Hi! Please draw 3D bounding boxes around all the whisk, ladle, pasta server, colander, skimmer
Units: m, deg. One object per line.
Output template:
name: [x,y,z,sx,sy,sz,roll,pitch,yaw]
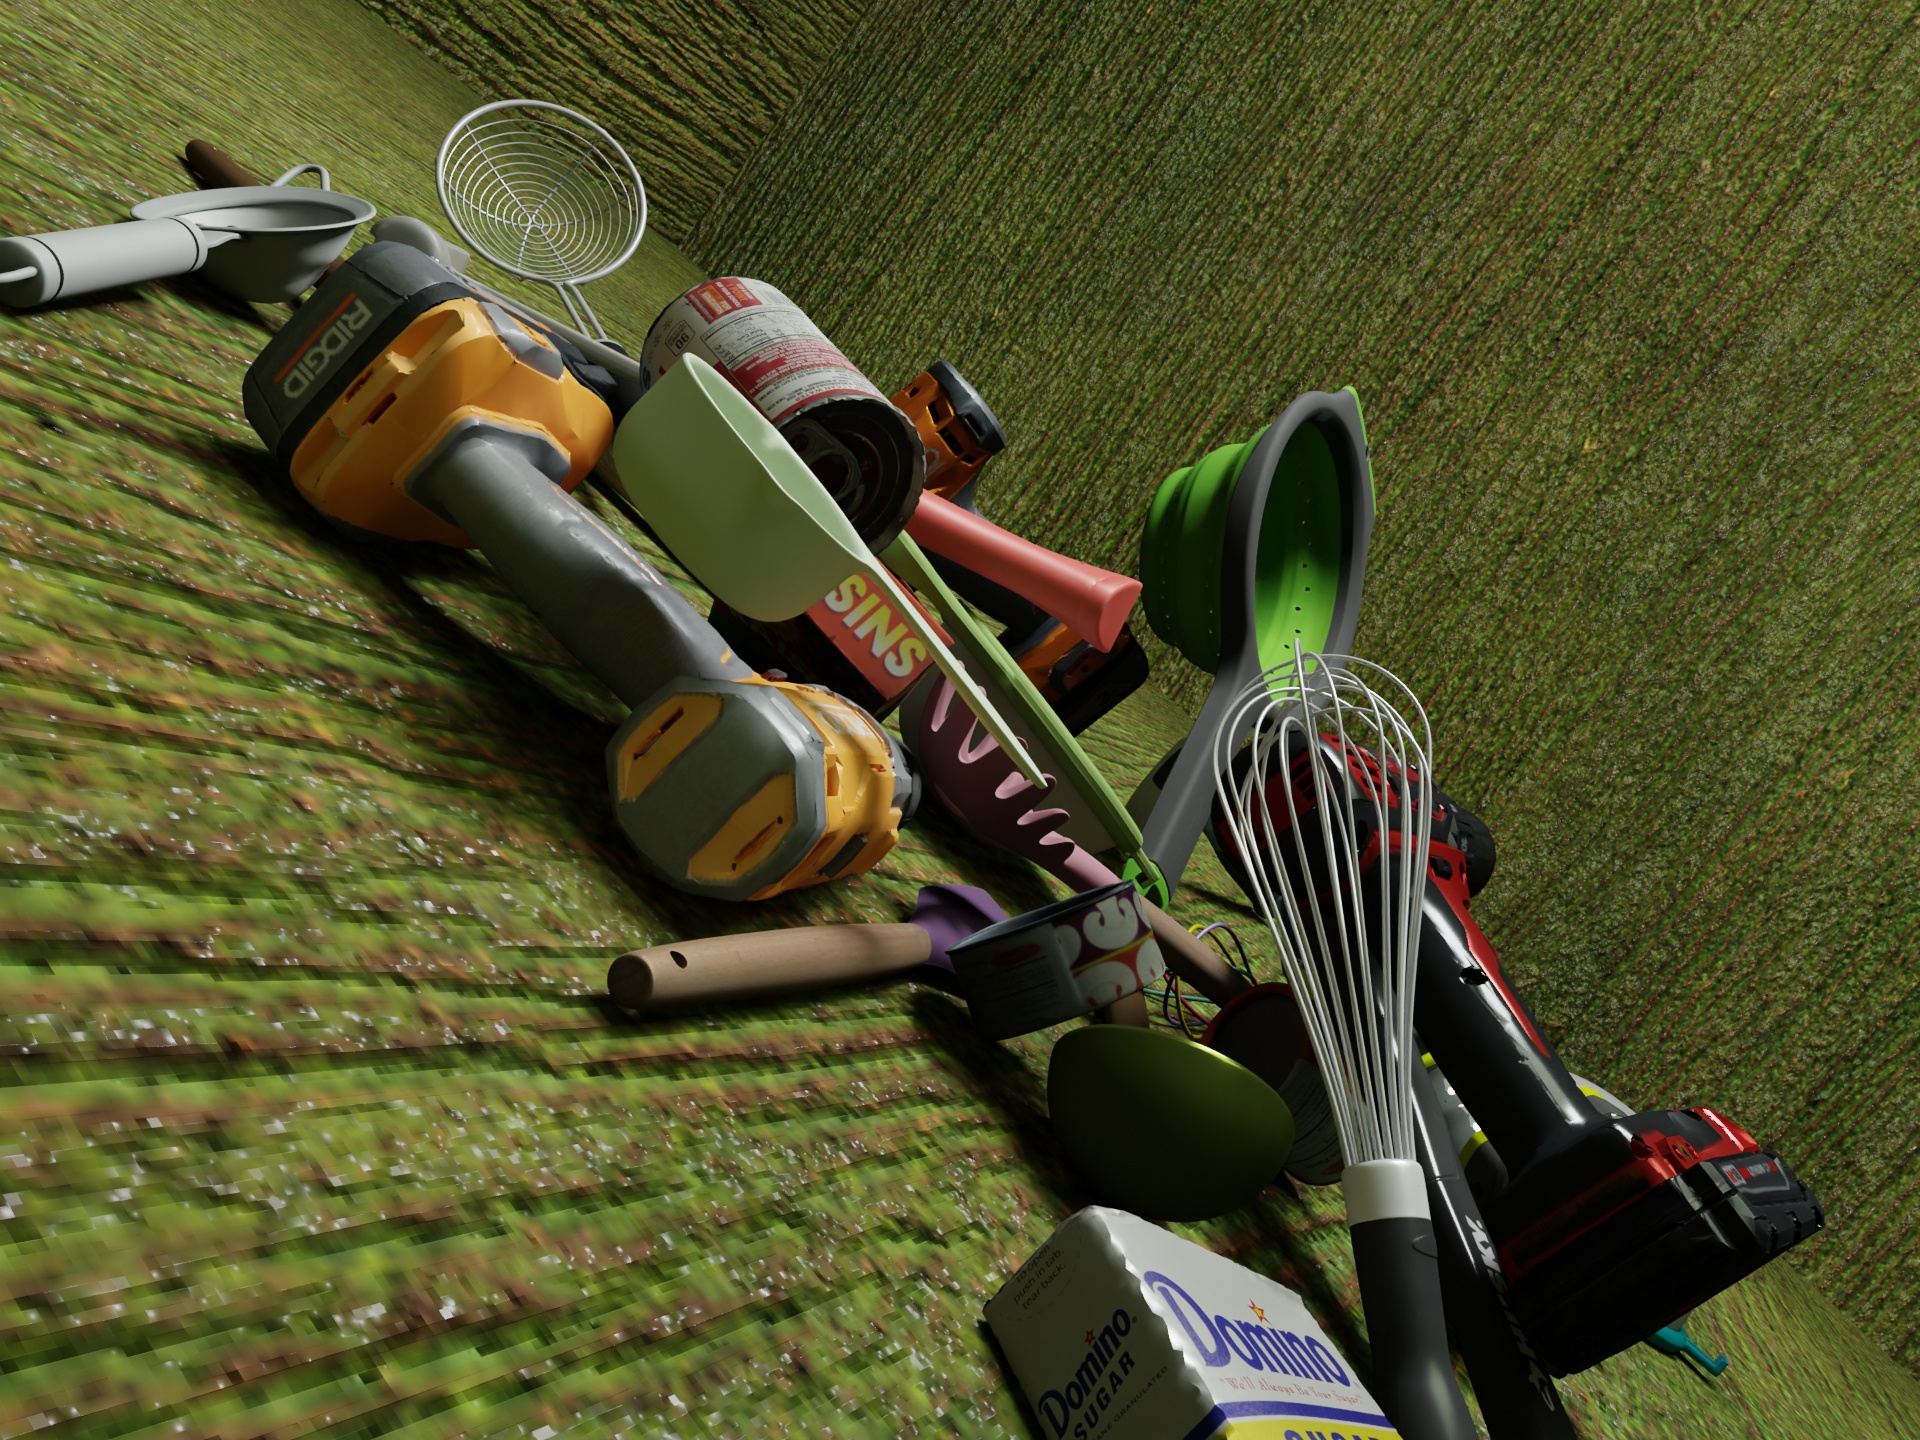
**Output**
whisk: [0.146,0.149,0.821,0.244,0.051,0.047,34,31,-59]
ladle: [0.070,0.111,0.611,0.078,0.062,0.320,25,6,1]
pasta server: [0.078,0.075,0.649,0.315,0.040,0.060,40,8,-41]
whisk: [0.116,0.103,0.456,0.070,0.070,0.285,32,47,-47]
colander: [0.135,-0.038,0.920,0.094,0.397,0.204,8,-40,31]
skimmer: [-0.208,-0.252,0.880,0.127,0.090,0.364,-2,34,-25]

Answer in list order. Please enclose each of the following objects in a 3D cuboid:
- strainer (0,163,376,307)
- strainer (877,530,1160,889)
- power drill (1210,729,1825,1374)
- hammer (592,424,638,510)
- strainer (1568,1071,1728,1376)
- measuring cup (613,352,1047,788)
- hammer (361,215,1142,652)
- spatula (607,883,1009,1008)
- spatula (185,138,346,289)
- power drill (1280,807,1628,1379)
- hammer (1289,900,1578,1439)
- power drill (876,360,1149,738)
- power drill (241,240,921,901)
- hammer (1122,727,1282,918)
strainer: [-0.267,-0.161,0.546,0.087,0.050,0.259,2,21,-2]
strainer: [-0.001,-0.002,0.716,0.152,0.069,0.256,53,2,32]
power drill: [0.199,0.104,0.580,0.187,0.080,0.227,16,36,-52]
hammer: [-0.164,-0.123,0.823,0.331,0.031,0.130,43,9,11]
strainer: [0.406,0.276,1.104,0.210,0.095,0.341,38,11,-21]
measuring cup: [-0.036,-0.030,0.462,0.167,0.038,0.083,49,8,-21]
hammer: [-0.084,-0.125,0.717,0.359,0.036,0.149,25,6,-11]
spatula: [-0.023,0.075,0.505,0.060,0.018,0.315,52,11,16]
spatula: [-0.268,-0.175,0.672,0.318,0.044,0.082,41,8,32]
power drill: [0.216,0.159,0.723,0.229,0.080,0.190,-122,-168,-57]
hammer: [0.163,0.157,0.571,0.146,0.035,0.335,33,27,-29]
power drill: [-0.008,-0.075,0.937,0.226,0.164,0.084,51,3,-29]
power drill: [-0.103,-0.036,0.523,0.226,0.084,0.185,47,7,10]
hammer: [0.195,0.085,1.137,0.033,0.128,0.330,48,2,30]
